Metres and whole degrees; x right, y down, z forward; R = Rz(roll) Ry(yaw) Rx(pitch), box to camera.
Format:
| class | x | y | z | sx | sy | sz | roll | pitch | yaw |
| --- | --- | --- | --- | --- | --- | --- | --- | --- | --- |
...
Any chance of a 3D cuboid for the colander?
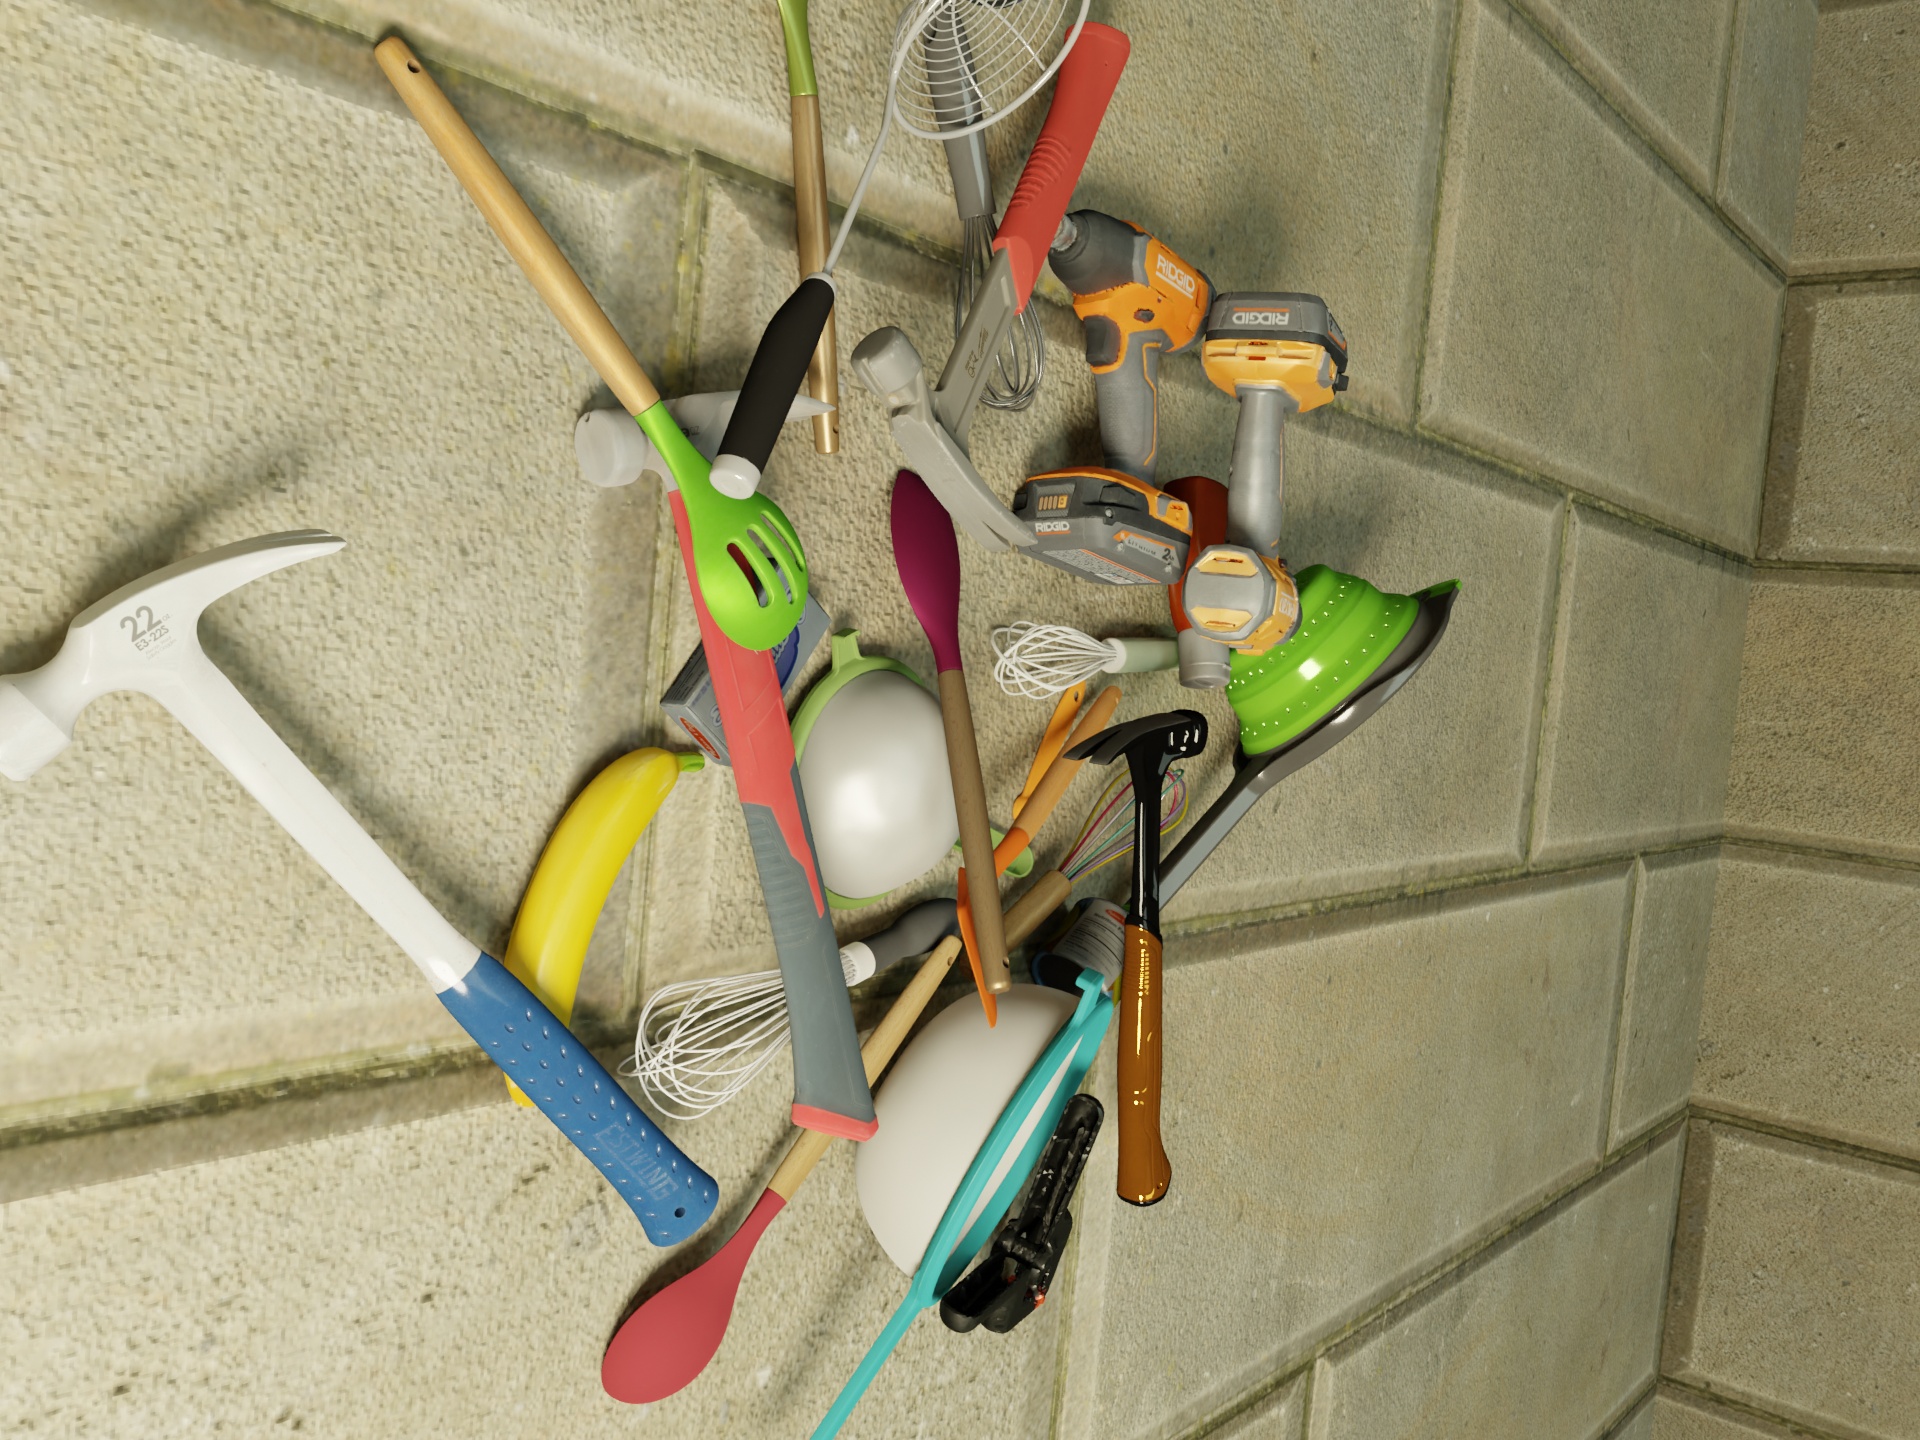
| class | x | y | z | sx | sy | sz | roll | pitch | yaw |
| --- | --- | --- | --- | --- | --- | --- | --- | --- | --- |
| colander | 0.212 | 0.003 | 1.203 | 0.094 | 0.204 | 0.397 | 46 | 73 | -5 |

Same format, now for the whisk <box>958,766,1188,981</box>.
| class | x | y | z | sx | sy | sz | roll | pitch | yaw |
| --- | --- | --- | --- | --- | --- | --- | --- | --- | --- |
| whisk | 0.083 | 0.100 | 1.079 | 0.245 | 0.051 | 0.047 | -39 | 108 | -37 |

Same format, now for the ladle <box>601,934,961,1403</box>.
| class | x | y | z | sx | sy | sz | roll | pitch | yaw |
| --- | --- | --- | --- | --- | --- | --- | --- | --- | --- |
| ladle | -0.089 | 0.247 | 0.901 | 0.315 | 0.031 | 0.069 | -53 | 136 | -25 |

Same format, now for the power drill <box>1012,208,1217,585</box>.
| class | x | y | z | sx | sy | sz | roll | pitch | yaw |
| --- | --- | --- | --- | --- | --- | --- | --- | --- | --- |
| power drill | 0.095 | -0.214 | 1.038 | 0.164 | 0.084 | 0.226 | 14 | 80 | -51 |

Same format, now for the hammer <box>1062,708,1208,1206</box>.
| class | x | y | z | sx | sy | sz | roll | pitch | yaw |
| --- | --- | --- | --- | --- | --- | --- | --- | --- | --- |
| hammer | 0.117 | 0.165 | 1.054 | 0.127 | 0.034 | 0.337 | -14 | 107 | -49 |

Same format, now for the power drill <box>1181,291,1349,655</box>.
| class | x | y | z | sx | sy | sz | roll | pitch | yaw |
| --- | --- | --- | --- | --- | --- | --- | --- | --- | --- |
| power drill | 0.209 | -0.157 | 1.079 | 0.185 | 0.084 | 0.226 | 6 | 91 | -68 |

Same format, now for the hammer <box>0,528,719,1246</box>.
| class | x | y | z | sx | sy | sz | roll | pitch | yaw |
| --- | --- | --- | --- | --- | --- | --- | --- | --- | --- |
| hammer | -0.220 | 0.098 | 0.690 | 0.144 | 0.035 | 0.405 | -44 | 126 | -19 |

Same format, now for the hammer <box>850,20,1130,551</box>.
| class | x | y | z | sx | sy | sz | roll | pitch | yaw |
| --- | --- | --- | --- | --- | --- | --- | --- | --- | --- |
| hammer | 0.043 | -0.274 | 0.918 | 0.149 | 0.037 | 0.359 | 49 | 49 | -39 |

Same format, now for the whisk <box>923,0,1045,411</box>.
| class | x | y | z | sx | sy | sz | roll | pitch | yaw |
| --- | --- | --- | --- | --- | --- | --- | --- | --- | --- |
| whisk | 0.009 | -0.301 | 0.946 | 0.055 | 0.055 | 0.239 | -27 | 112 | -46 |

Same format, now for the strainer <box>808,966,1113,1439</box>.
| class | x | y | z | sx | sy | sz | roll | pitch | yaw |
| --- | --- | --- | --- | --- | --- | --- | --- | --- | --- |
| strainer | -0.036 | 0.284 | 0.939 | 0.340 | 0.095 | 0.210 | -53 | 164 | -19 |

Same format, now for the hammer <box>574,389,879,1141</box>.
| class | x | y | z | sx | sy | sz | roll | pitch | yaw |
| --- | --- | --- | --- | --- | --- | --- | --- | --- | --- |
| hammer | -0.087 | 0.025 | 0.818 | 0.143 | 0.038 | 0.386 | -18 | 99 | -43 |

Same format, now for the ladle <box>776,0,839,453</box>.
| class | x | y | z | sx | sy | sz | roll | pitch | yaw |
| --- | --- | --- | --- | --- | --- | --- | --- | --- | --- |
| ladle | -0.071 | -0.301 | 0.837 | 0.078 | 0.062 | 0.320 | -26 | 119 | -54 |

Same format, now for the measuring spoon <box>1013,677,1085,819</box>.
| class | x | y | z | sx | sy | sz | roll | pitch | yaw |
| --- | --- | --- | --- | --- | --- | --- | --- | --- | --- |
| measuring spoon | 0.064 | 0.020 | 1.089 | 0.021 | 0.011 | 0.117 | 48 | 60 | -44 |

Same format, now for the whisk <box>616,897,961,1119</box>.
| class | x | y | z | sx | sy | sz | roll | pitch | yaw |
| --- | --- | --- | --- | --- | --- | --- | --- | --- | --- |
| whisk | -0.082 | 0.148 | 0.901 | 0.284 | 0.070 | 0.070 | -19 | 110 | -54 |

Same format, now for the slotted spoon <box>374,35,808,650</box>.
| class | x | y | z | sx | sy | sz | roll | pitch | yaw |
| --- | --- | --- | --- | --- | --- | --- | --- | --- | --- |
| slotted spoon | -0.159 | -0.163 | 0.722 | 0.313 | 0.031 | 0.070 | 56 | 49 | -23 |

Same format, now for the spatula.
| class | x | y | z | sx | sy | sz | roll | pitch | yaw |
| --- | --- | --- | --- | --- | --- | --- | --- | --- | --- |
| spatula | 0.053 | 0.060 | 0.993 | 0.323 | 0.041 | 0.081 | -52 | 134 | -51 |

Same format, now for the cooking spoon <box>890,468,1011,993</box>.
| class | x | y | z | sx | sy | sz | roll | pitch | yaw |
| --- | --- | --- | --- | --- | --- | --- | --- | --- | --- |
| cooking spoon | -0.001 | -0.003 | 0.896 | 0.068 | 0.017 | 0.319 | 23 | 52 | -51 |

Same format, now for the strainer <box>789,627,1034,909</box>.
| class | x | y | z | sx | sy | sz | roll | pitch | yaw |
| --- | --- | --- | --- | --- | --- | --- | --- | --- | --- |
| strainer | -0.006 | 0.058 | 0.960 | 0.256 | 0.069 | 0.151 | 32 | 71 | -51 |

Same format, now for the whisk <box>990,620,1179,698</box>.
| class | x | y | z | sx | sy | sz | roll | pitch | yaw |
| --- | --- | --- | --- | --- | --- | --- | --- | --- | --- |
| whisk | 0.099 | -0.045 | 1.099 | 0.246 | 0.059 | 0.057 | -5 | 136 | -54 |

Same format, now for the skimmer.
| class | x | y | z | sx | sy | sz | roll | pitch | yaw |
| --- | --- | --- | --- | --- | --- | --- | --- | --- | --- |
| skimmer | -0.024 | -0.254 | 0.802 | 0.127 | 0.090 | 0.363 | 110 | -1 | -65 |
